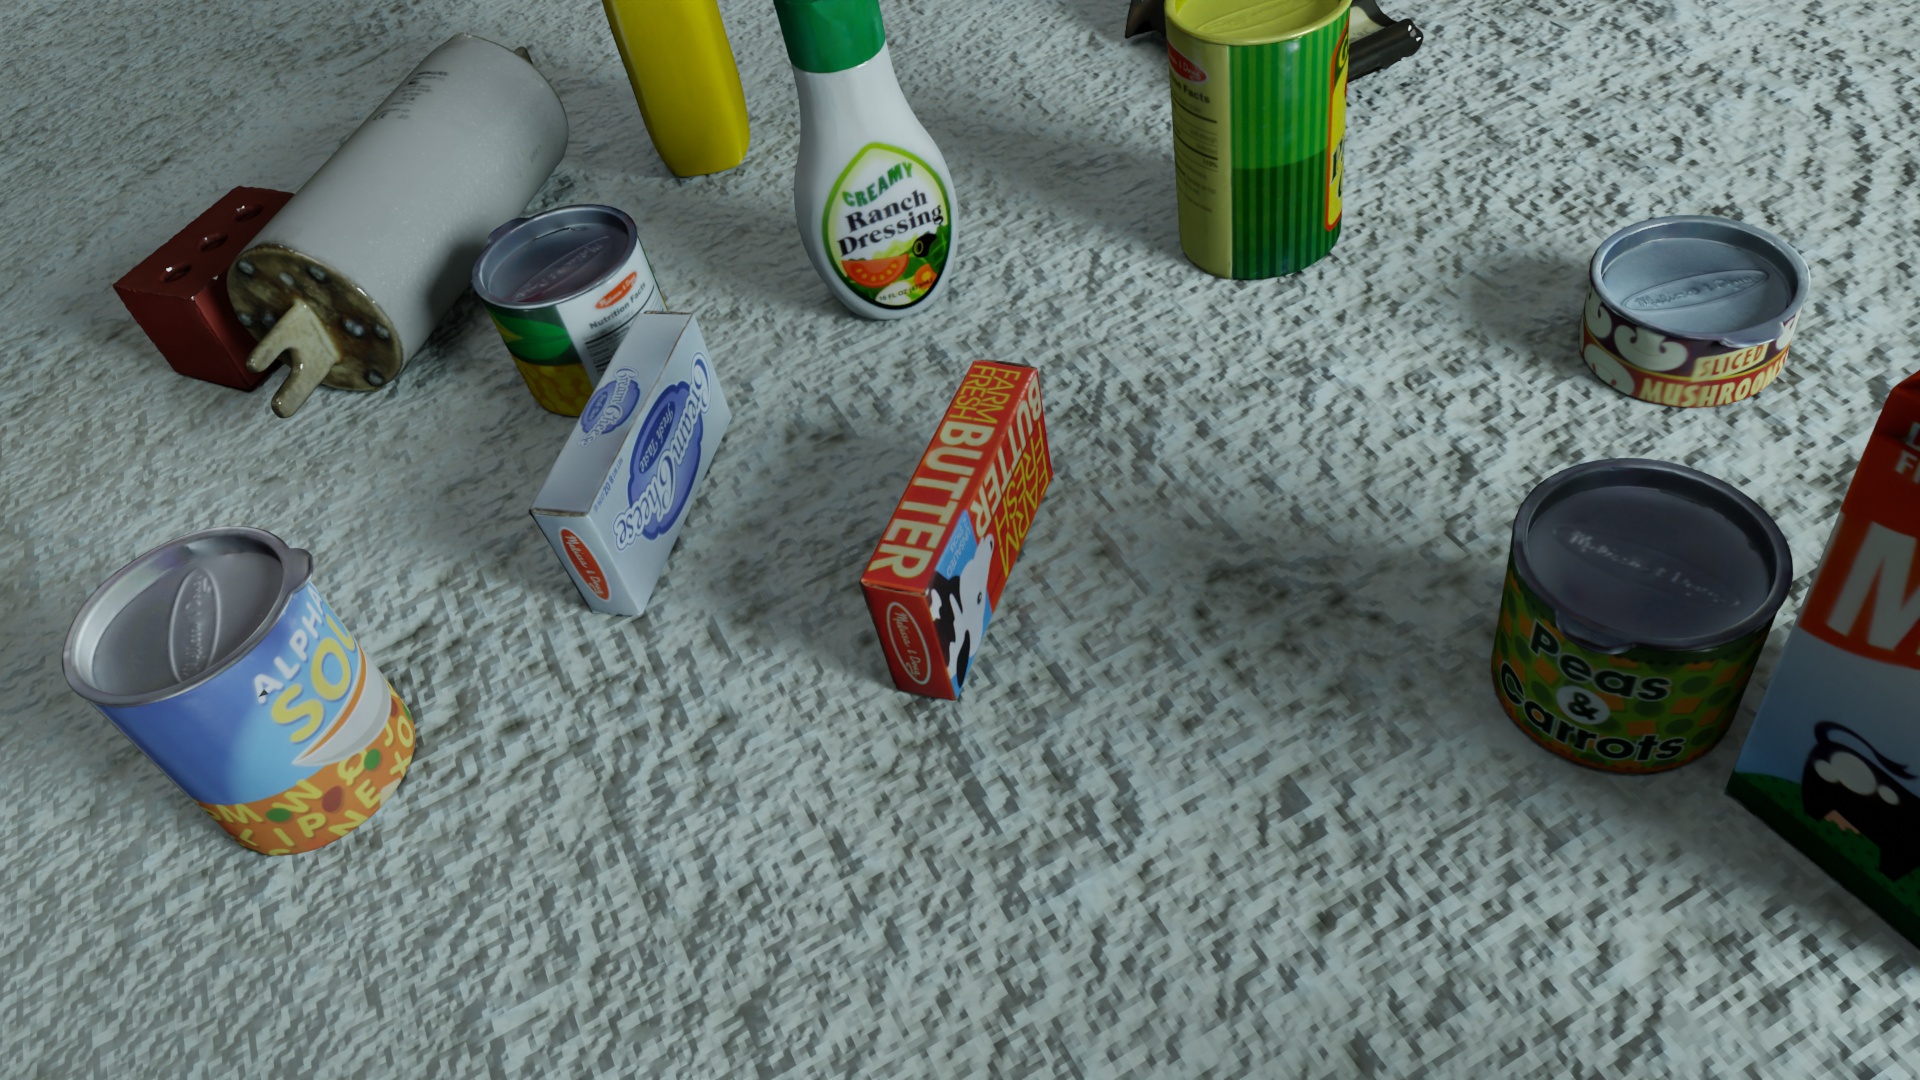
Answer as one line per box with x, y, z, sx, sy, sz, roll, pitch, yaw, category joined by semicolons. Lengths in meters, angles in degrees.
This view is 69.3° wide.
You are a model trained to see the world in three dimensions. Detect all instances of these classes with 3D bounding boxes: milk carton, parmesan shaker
0.233;0.008;0.287;0.072;0.189;0.074;-29;48;-14;milk carton
0.114;-0.162;0.533;0.071;0.102;0.072;-6;47;7;parmesan shaker

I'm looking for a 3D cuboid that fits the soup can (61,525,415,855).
-0.213;0.046;0.425;0.071;0.083;0.072;-6;47;7;soup can

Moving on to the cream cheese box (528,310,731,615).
-0.114;-0.029;0.494;0.024;0.053;0.104;2;48;15;cream cheese box

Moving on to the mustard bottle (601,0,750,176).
-0.137;-0.245;0.627;0.049;0.159;0.065;-12;46;1;mustard bottle

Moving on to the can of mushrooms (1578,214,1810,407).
0.248;-0.077;0.471;0.071;0.033;0.071;-6;47;7;can of mushrooms

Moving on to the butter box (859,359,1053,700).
0.002;-0.006;0.447;0.024;0.052;0.104;9;50;20;butter box

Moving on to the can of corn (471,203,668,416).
-0.154;-0.093;0.560;0.071;0.058;0.071;-6;47;7;can of corn

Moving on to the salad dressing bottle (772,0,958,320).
-0.039;-0.154;0.529;0.064;0.147;0.044;-22;47;-8;salad dressing bottle

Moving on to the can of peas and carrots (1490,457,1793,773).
0.180;0.022;0.377;0.071;0.058;0.071;-6;47;7;can of peas and carrots
